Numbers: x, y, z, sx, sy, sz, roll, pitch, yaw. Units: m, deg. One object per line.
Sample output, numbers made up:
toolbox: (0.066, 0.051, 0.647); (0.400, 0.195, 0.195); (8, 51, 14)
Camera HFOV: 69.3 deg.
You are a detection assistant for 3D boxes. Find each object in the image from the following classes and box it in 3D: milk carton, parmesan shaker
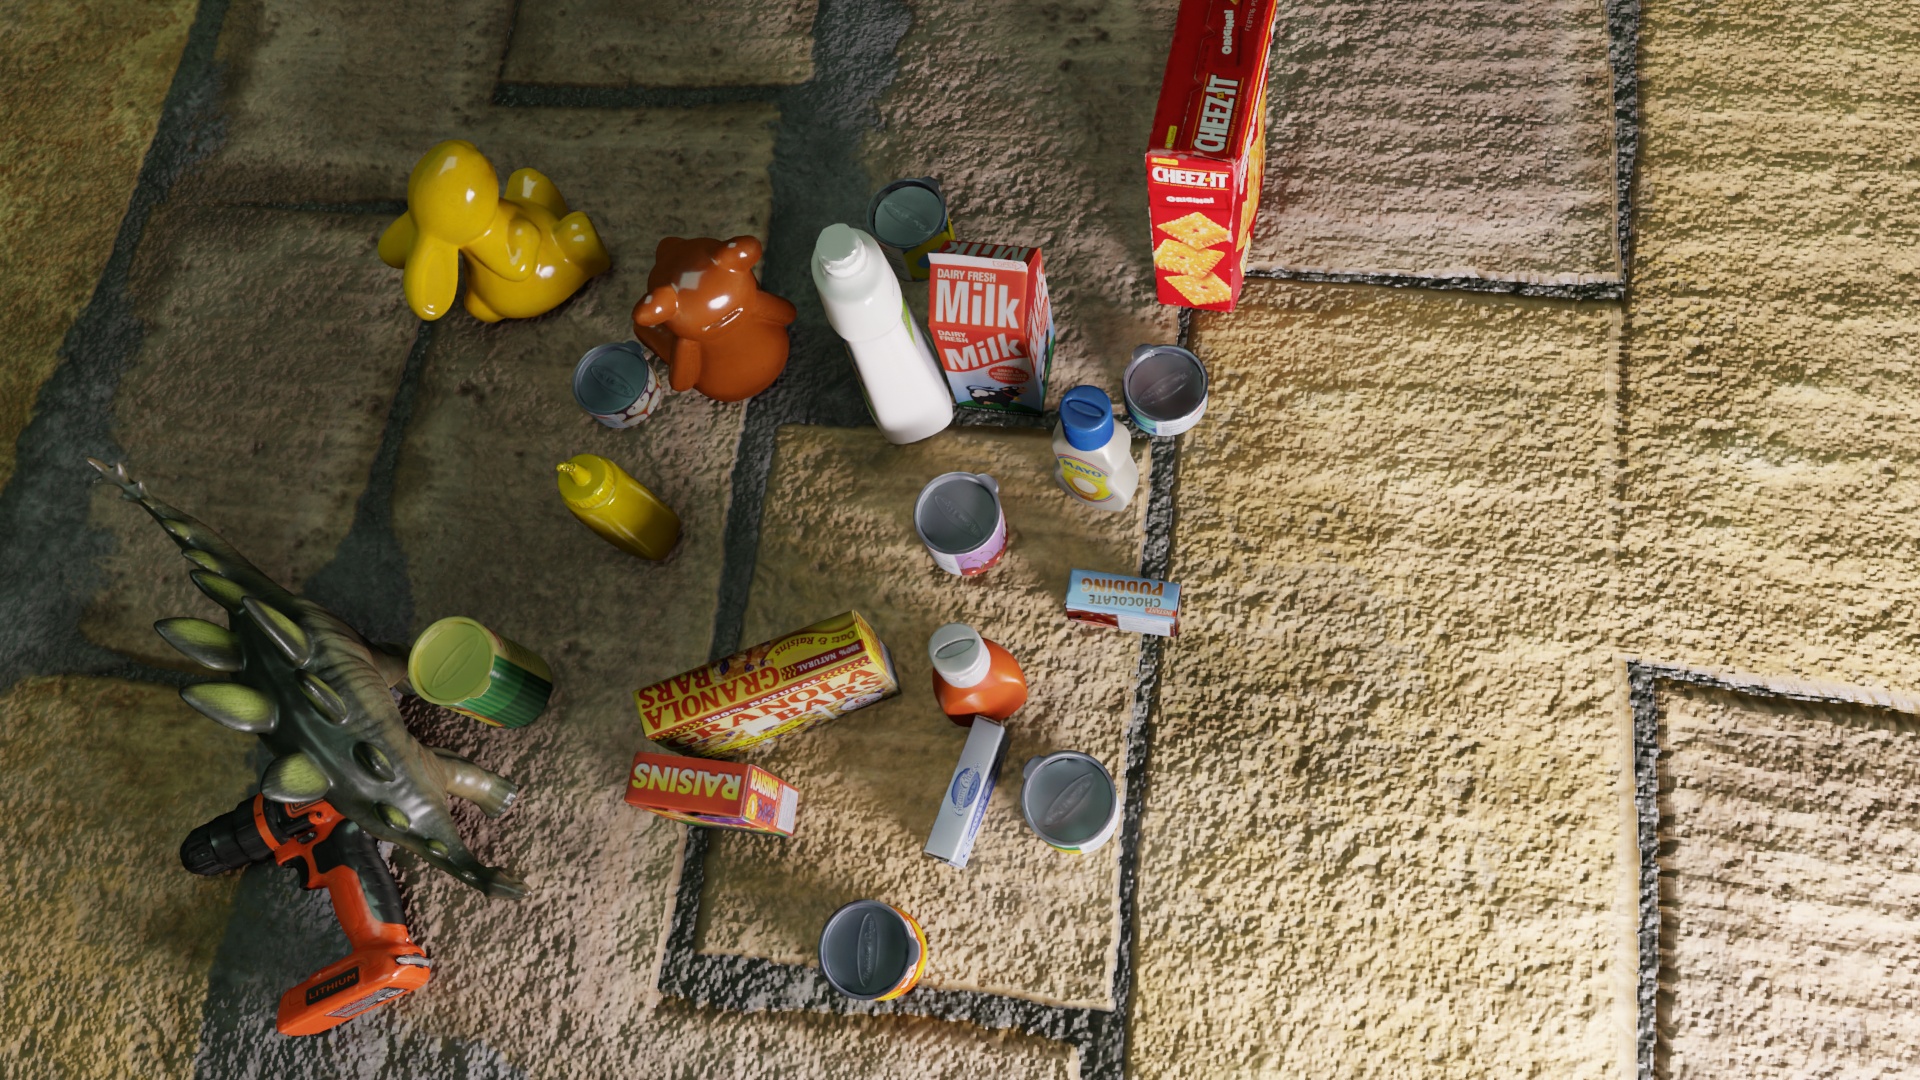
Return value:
milk carton: (0.025, -0.165, 1.041); (0.072, 0.190, 0.073); (7, 73, 12)
parmesan shaker: (-0.361, 0.104, 1.056); (0.071, 0.103, 0.071); (-3, 71, 8)

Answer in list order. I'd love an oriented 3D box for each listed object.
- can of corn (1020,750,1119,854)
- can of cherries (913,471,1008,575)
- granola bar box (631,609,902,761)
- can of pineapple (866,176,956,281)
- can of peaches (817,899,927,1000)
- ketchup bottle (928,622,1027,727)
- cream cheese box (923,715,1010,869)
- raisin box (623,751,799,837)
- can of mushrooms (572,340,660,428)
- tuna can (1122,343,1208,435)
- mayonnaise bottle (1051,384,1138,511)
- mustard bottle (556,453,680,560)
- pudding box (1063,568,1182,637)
can of corn: (0.077, 0.184, 0.980); (0.071, 0.058, 0.071); (-3, 71, 8)
can of cherries: (0.004, -0.013, 1.061); (0.071, 0.058, 0.071); (-3, 71, 8)
granola bar box: (-0.135, 0.111, 1.005); (0.165, 0.124, 0.039); (-21, 69, 2)
can of pineapple: (-0.038, -0.259, 1.155); (0.071, 0.057, 0.071); (-3, 71, 8)
can of peaches: (-0.058, 0.286, 0.966); (0.071, 0.058, 0.071); (-3, 71, 8)
ketchup bottle: (0.008, 0.094, 0.974); (0.065, 0.148, 0.043); (-21, 69, 2)
cream cheese box: (0.006, 0.181, 0.995); (0.024, 0.053, 0.104); (18, 75, 15)
raisin box: (-0.174, 0.182, 0.987); (0.086, 0.123, 0.040); (5, 72, 11)
can of mushrooms: (-0.286, -0.131, 1.163); (0.071, 0.033, 0.071); (-3, 71, 8)
tuna can: (0.159, -0.119, 1.087); (0.071, 0.032, 0.071); (-3, 71, 8)
mayonnaise bottle: (0.096, -0.067, 1.017); (0.065, 0.147, 0.041); (22, 76, 16)
mustard bottle: (-0.266, -0.030, 1.057); (0.065, 0.160, 0.049); (21, 76, 16)
pudding box: (0.120, 0.046, 1.026); (0.084, 0.049, 0.030); (8, 73, 12)
